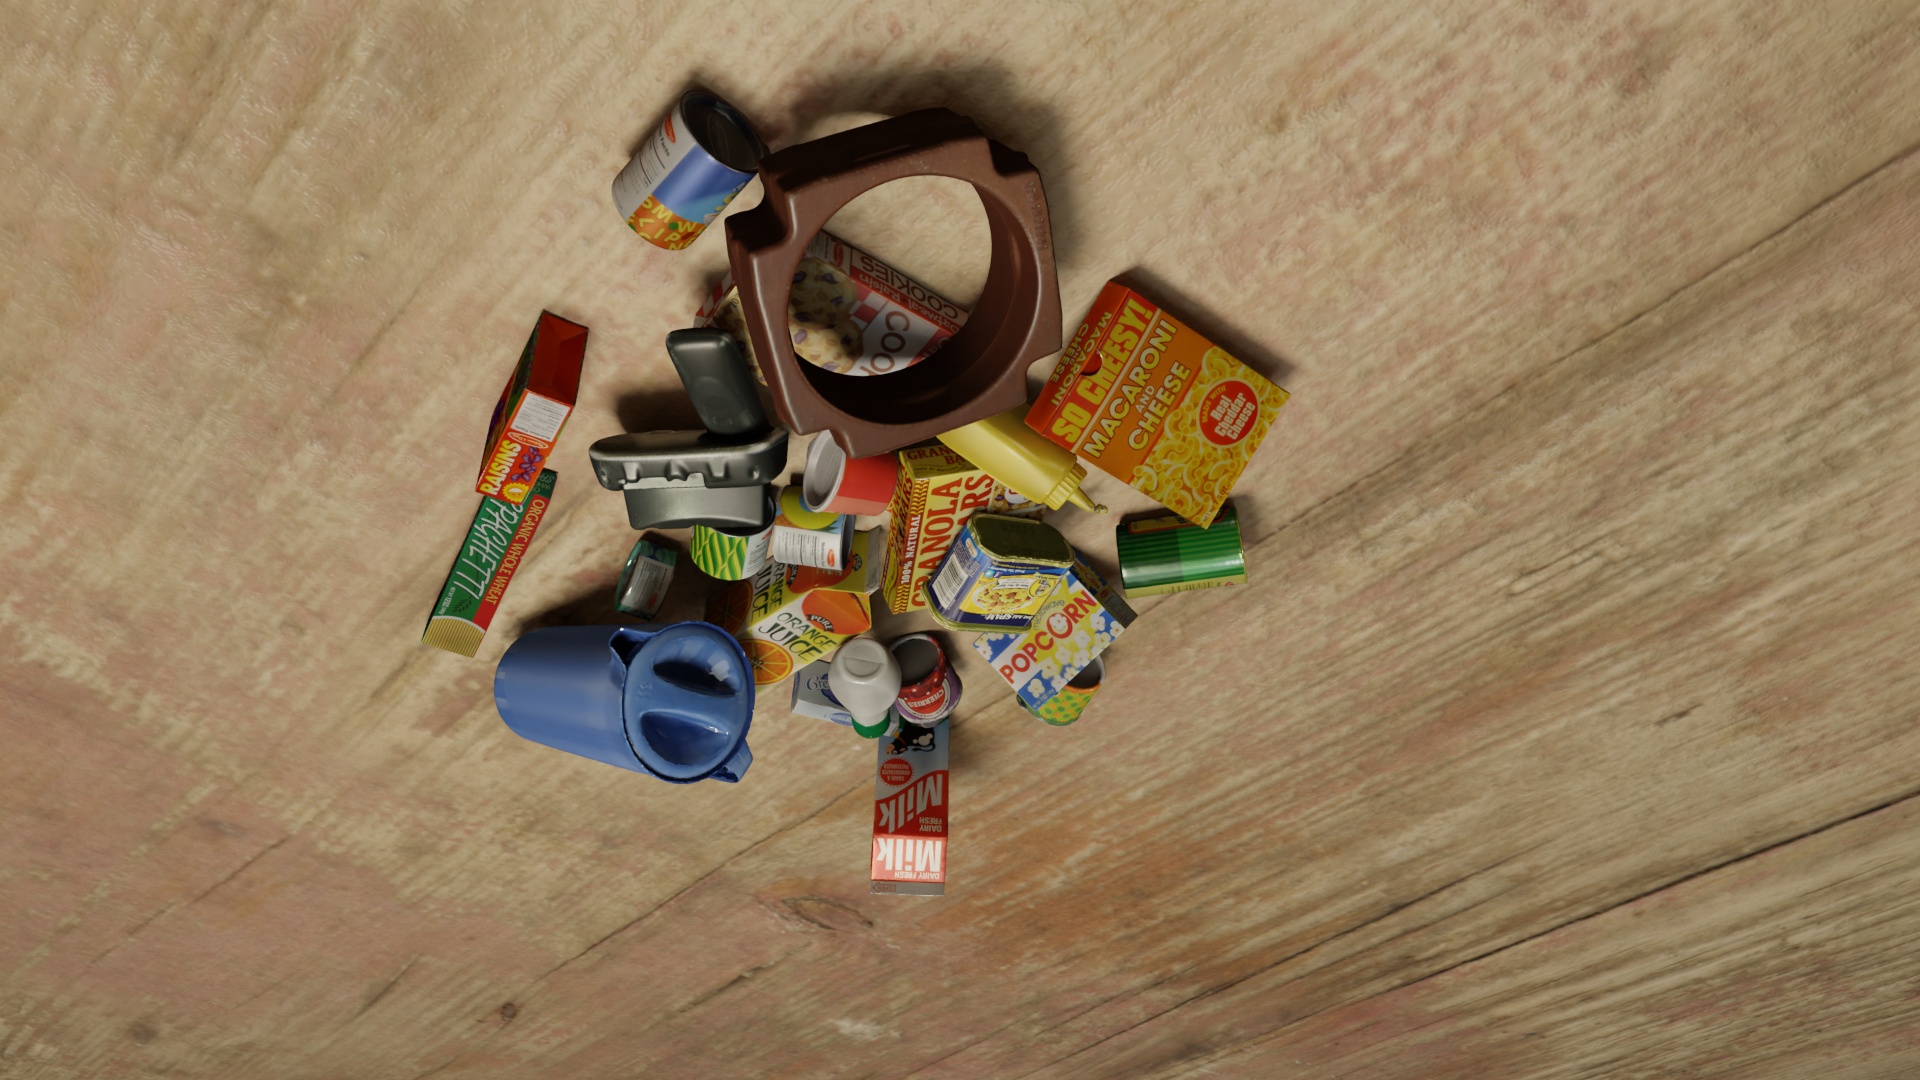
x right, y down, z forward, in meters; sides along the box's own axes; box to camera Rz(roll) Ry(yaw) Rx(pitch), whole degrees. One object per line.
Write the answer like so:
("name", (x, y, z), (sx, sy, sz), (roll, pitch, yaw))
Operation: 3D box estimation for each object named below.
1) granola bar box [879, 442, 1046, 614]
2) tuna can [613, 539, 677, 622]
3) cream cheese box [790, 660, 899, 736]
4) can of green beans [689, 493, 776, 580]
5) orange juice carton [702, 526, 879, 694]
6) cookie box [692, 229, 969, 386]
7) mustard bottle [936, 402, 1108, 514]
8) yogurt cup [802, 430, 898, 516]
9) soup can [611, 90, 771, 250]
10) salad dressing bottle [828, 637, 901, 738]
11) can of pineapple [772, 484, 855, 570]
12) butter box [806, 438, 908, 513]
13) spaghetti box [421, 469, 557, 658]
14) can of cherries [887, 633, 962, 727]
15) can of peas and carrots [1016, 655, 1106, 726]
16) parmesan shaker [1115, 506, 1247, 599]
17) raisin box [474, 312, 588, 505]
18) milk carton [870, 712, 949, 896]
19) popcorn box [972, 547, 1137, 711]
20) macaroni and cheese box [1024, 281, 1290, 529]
("granola bar box", (0.004, -0.014, 1.147), (0.124, 0.039, 0.164), (-10, 140, -19))
("tuna can", (-0.274, 0.034, 1.206), (0.033, 0.071, 0.070), (22, 133, -21))
("cream cheese box", (-0.110, 0.150, 1.339), (0.104, 0.054, 0.024), (16, 134, -17))
("can of green beans", (-0.190, -0.010, 1.157), (0.071, 0.071, 0.057), (10, 137, -10))
("orange juice carton", (-0.140, 0.056, 1.224), (0.192, 0.072, 0.073), (-31, 130, 29))
("cookie box", (-0.095, -0.153, 1.021), (0.167, 0.040, 0.122), (26, 131, -26))
("mustard bottle", (0.046, -0.067, 1.057), (0.160, 0.066, 0.048), (40, 135, 1))
("yogurt cup", (-0.084, -0.050, 1.078), (0.054, 0.073, 0.072), (13, 136, -29))
("soup can", (-0.176, -0.240, 0.910), (0.071, 0.072, 0.083), (31, 129, -29))
("salad dressing bottle", (-0.084, 0.136, 1.247), (0.064, 0.044, 0.147), (9, 152, 4))
("can of pineapple", (-0.120, -0.012, 1.153), (0.058, 0.071, 0.070), (8, 137, 3))
("butter box", (-0.069, -0.060, 1.134), (0.103, 0.024, 0.053), (30, 128, -29))
("spaghetti box", (-0.415, 0.020, 1.215), (0.050, 0.029, 0.248), (20, 134, -22))
("can of cherries", (-0.037, 0.131, 1.306), (0.071, 0.072, 0.058), (-12, 135, 13))
("can of peas and carrots", (0.094, 0.132, 1.310), (0.071, 0.071, 0.058), (14, 134, -14))
("parmesan shaker", (0.187, 0.011, 1.179), (0.103, 0.072, 0.071), (-8, 137, 9))
("raisin box", (-0.323, -0.097, 1.046), (0.040, 0.086, 0.122), (19, 134, -26))
("milk carton", (-0.049, 0.260, 1.356), (0.072, 0.191, 0.073), (3, 137, -3))
("popcorn box", (0.083, 0.080, 1.234), (0.085, 0.038, 0.126), (47, 118, 6))
("macaroni and cheese box", (0.149, -0.099, 1.040), (0.166, 0.040, 0.123), (27, 98, -27))
